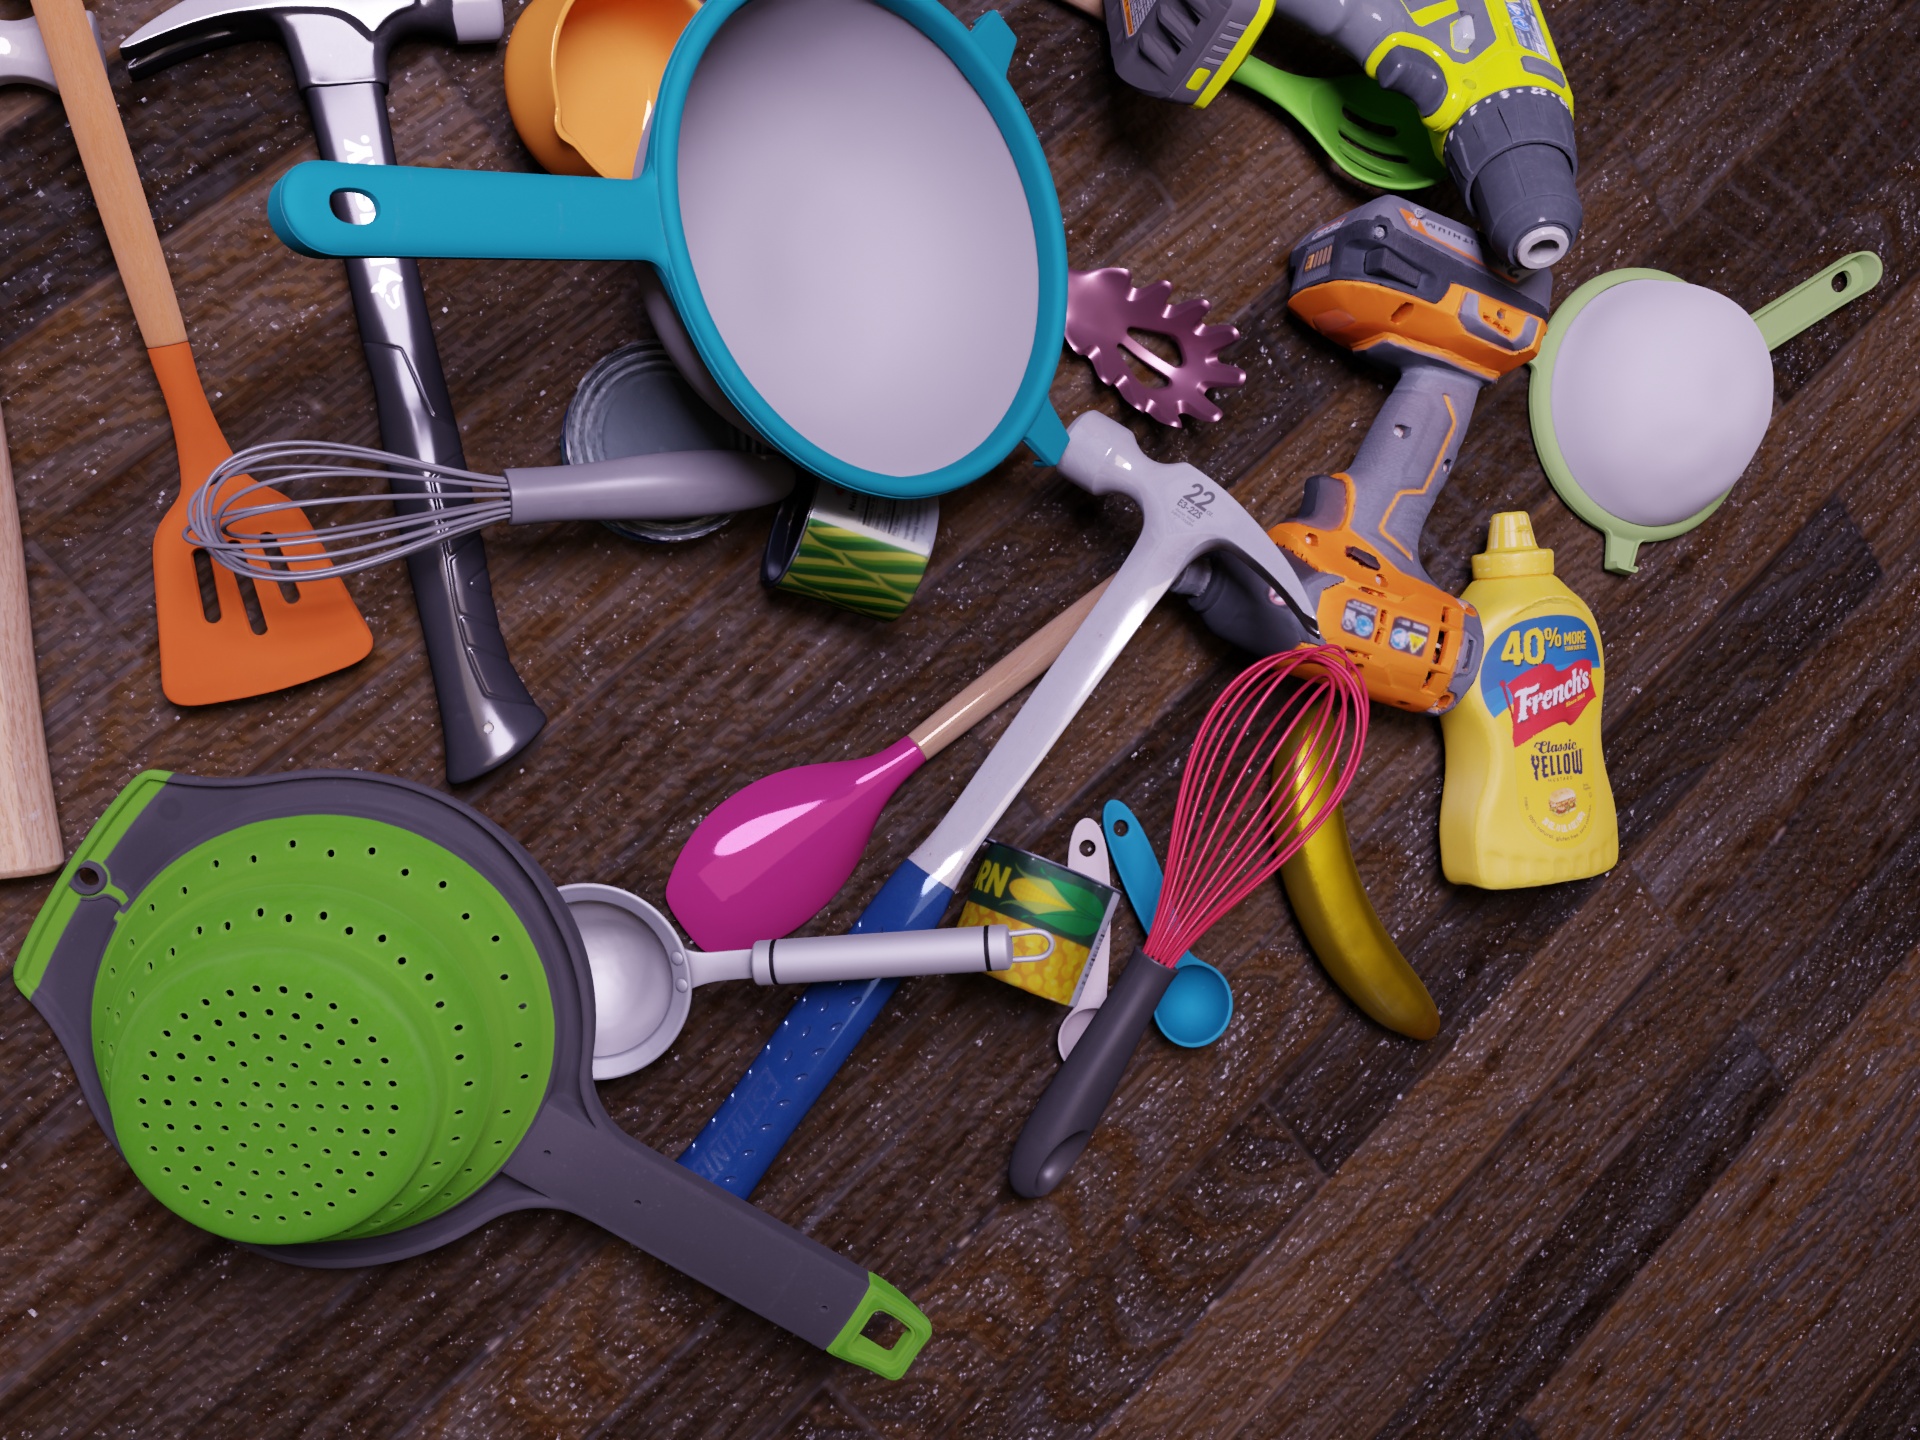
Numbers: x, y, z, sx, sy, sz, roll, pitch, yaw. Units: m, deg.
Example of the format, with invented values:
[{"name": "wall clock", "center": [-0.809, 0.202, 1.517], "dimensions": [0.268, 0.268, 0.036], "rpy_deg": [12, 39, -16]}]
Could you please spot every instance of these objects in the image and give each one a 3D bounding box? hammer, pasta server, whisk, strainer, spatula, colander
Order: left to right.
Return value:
[{"name": "hammer", "center": [-0.382, -0.104, 0.603], "dimensions": [0.130, 0.031, 0.331], "rpy_deg": [-6, 93, -20]}, {"name": "spatula", "center": [-0.309, -0.167, 0.604], "dimensions": [0.081, 0.041, 0.322], "rpy_deg": [-17, 110, -19]}, {"name": "hammer", "center": [-0.233, -0.139, 0.654], "dimensions": [0.146, 0.035, 0.335], "rpy_deg": [-12, 95, -19]}, {"name": "colander", "center": [-0.178, 0.170, 0.612], "dimensions": [0.397, 0.094, 0.204], "rpy_deg": [33, 94, -10]}, {"name": "whisk", "center": [-0.179, -0.088, 0.633], "dimensions": [0.239, 0.055, 0.055], "rpy_deg": [-8, 94, -24]}, {"name": "strainer", "center": [-0.105, -0.181, 0.616], "dimensions": [0.340, 0.095, 0.211], "rpy_deg": [-13, 97, -41]}, {"name": "strainer", "center": [-0.089, 0.103, 0.670], "dimensions": [0.258, 0.050, 0.087], "rpy_deg": [-5, 100, 7]}, {"name": "hammer", "center": [-0.002, 0.062, 0.698], "dimensions": [0.144, 0.035, 0.405], "rpy_deg": [35, 89, 20]}, {"name": "pasta server", "center": [-0.002, -0.238, 0.732], "dimensions": [0.316, 0.040, 0.060], "rpy_deg": [33, 91, -16]}, {"name": "whisk", "center": [0.100, 0.094, 0.739], "dimensions": [0.073, 0.073, 0.296], "rpy_deg": [29, 93, -18]}, {"name": "strainer", "center": [0.431, -0.200, 0.868], "dimensions": [0.256, 0.069, 0.151], "rpy_deg": [-31, 101, -15]}]

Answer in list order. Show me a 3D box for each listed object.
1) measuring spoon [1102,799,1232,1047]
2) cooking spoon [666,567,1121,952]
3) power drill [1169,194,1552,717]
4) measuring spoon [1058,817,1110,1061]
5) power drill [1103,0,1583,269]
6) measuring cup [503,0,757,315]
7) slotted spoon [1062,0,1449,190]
[{"name": "measuring spoon", "center": [0.096, 0.100, 0.788], "dimensions": [0.042, 0.021, 0.128], "rpy_deg": [-21, 89, -16]}, {"name": "cooking spoon", "center": [-0.001, -0.002, 0.747], "dimensions": [0.319, 0.017, 0.068], "rpy_deg": [-38, 105, -15]}, {"name": "power drill", "center": [0.192, -0.130, 0.777], "dimensions": [0.164, 0.084, 0.226], "rpy_deg": [15, 86, -19]}, {"name": "measuring spoon", "center": [0.063, 0.110, 0.776], "dimensions": [0.034, 0.018, 0.124], "rpy_deg": [-1, 85, -1]}, {"name": "power drill", "center": [0.185, -0.308, 0.732], "dimensions": [0.228, 0.080, 0.191], "rpy_deg": [12, 56, -22]}, {"name": "measuring cup", "center": [-0.132, -0.231, 0.684], "dimensions": [0.095, 0.052, 0.173], "rpy_deg": [-44, 131, -29]}, {"name": "slotted spoon", "center": [0.108, -0.333, 0.774], "dimensions": [0.313, 0.031, 0.070], "rpy_deg": [19, 68, -17]}]
